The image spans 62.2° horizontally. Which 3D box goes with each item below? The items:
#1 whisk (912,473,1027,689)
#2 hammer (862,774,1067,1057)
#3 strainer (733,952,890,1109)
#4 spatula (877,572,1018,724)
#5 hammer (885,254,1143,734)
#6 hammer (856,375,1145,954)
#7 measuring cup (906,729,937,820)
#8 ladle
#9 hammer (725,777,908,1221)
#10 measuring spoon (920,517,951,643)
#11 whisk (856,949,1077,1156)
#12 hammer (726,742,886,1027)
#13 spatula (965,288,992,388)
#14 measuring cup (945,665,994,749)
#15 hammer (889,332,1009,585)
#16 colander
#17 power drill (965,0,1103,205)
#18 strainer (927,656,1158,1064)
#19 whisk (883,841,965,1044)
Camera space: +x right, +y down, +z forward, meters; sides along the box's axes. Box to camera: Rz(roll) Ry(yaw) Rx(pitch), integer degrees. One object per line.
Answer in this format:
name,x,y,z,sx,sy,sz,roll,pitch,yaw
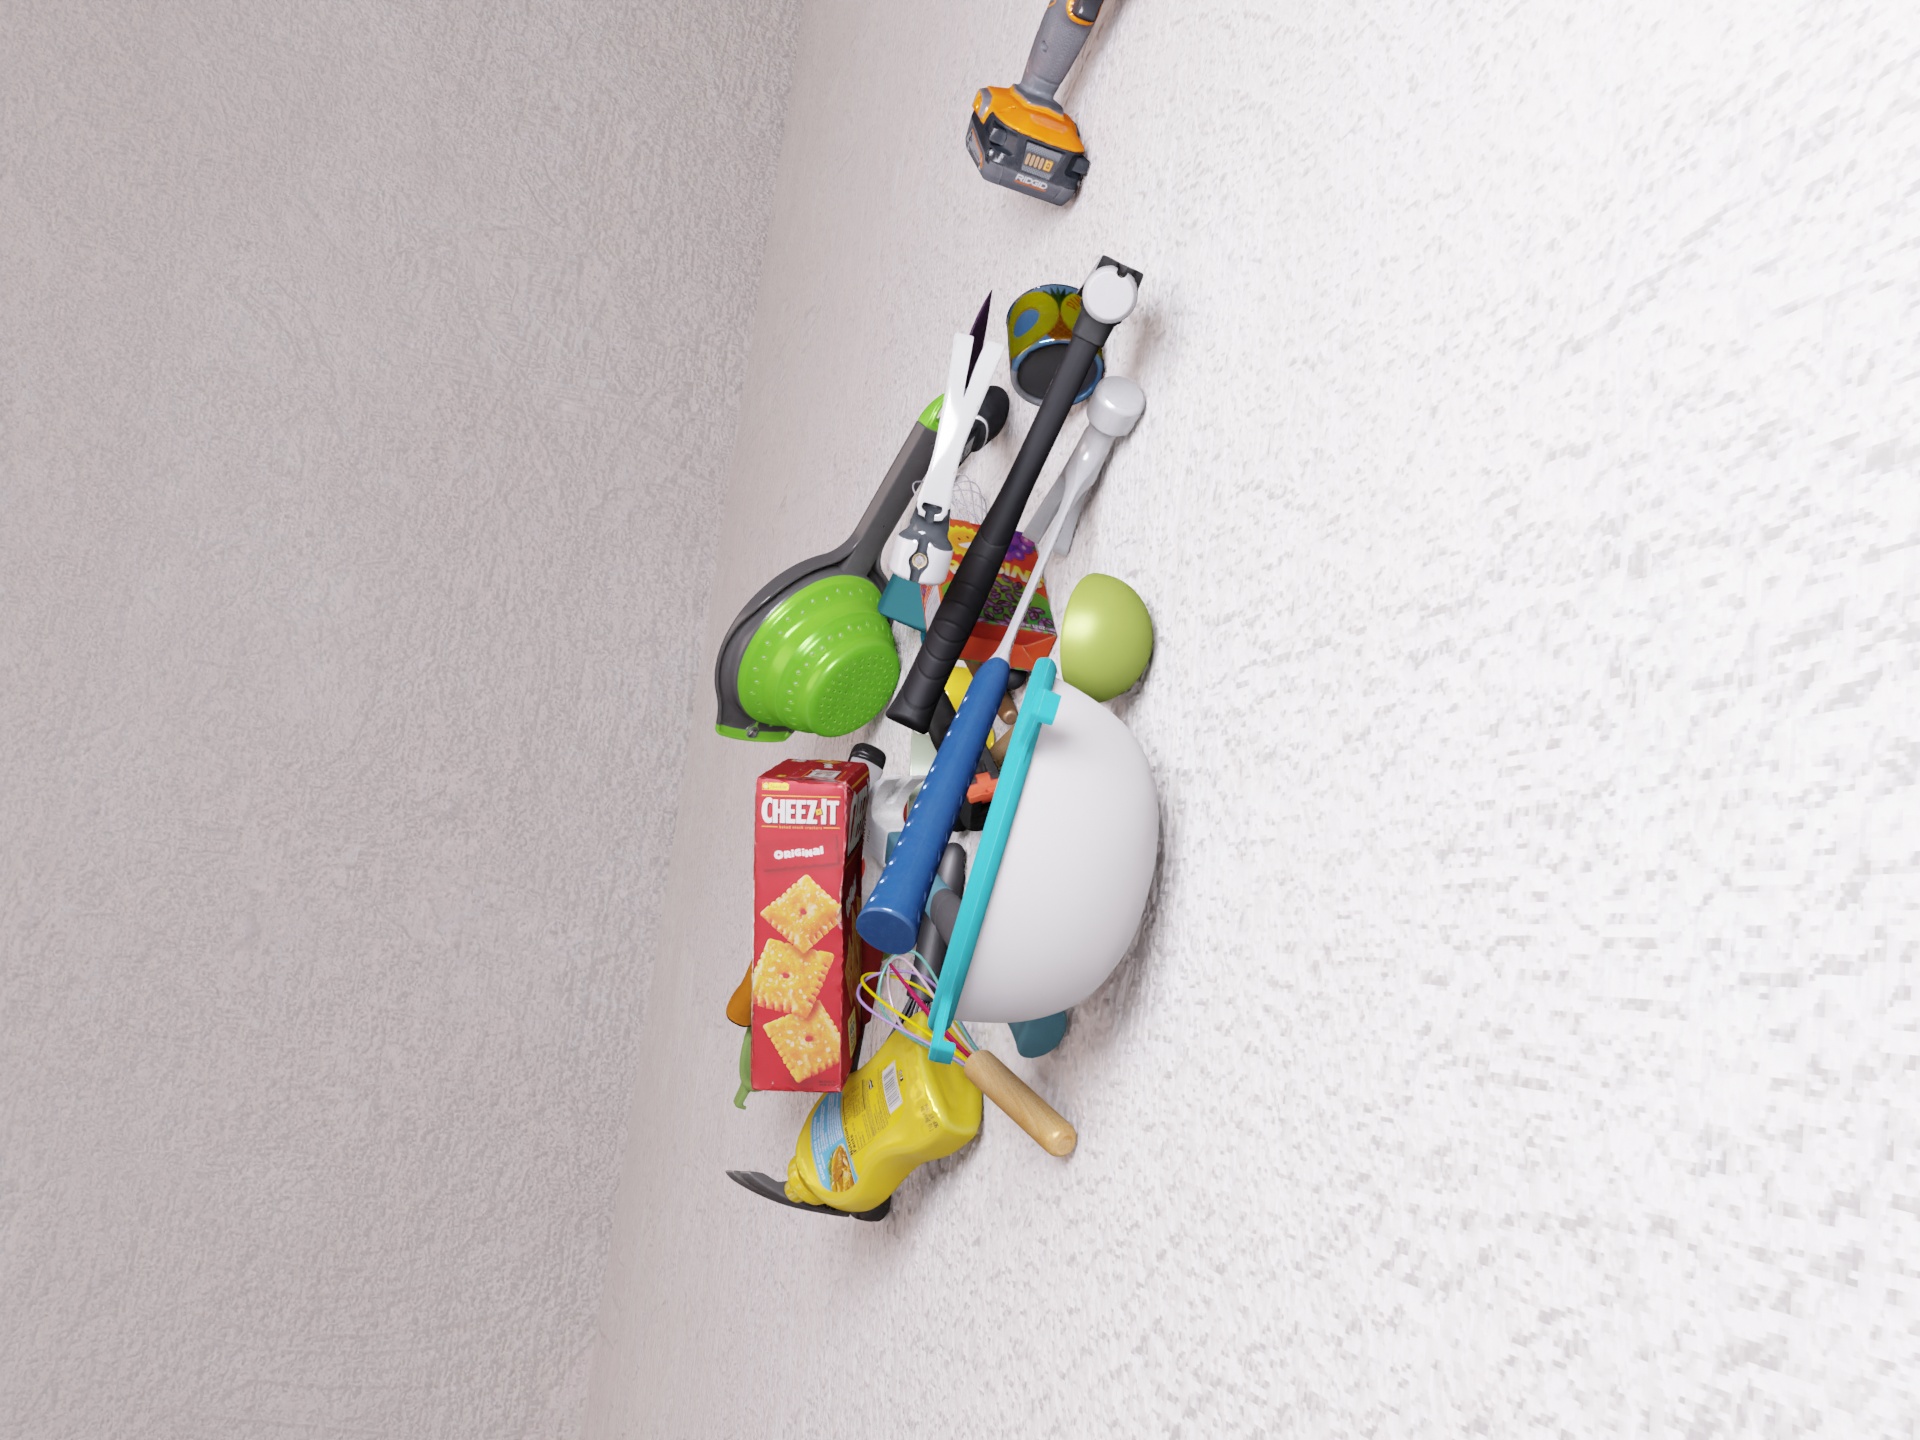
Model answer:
whisk,0.011,-0.112,1.250,0.285,0.070,0.070,-109,32,-50
hammer,-0.007,0.136,1.101,0.331,0.033,0.128,-138,50,-61
strainer,-0.112,0.260,1.448,0.256,0.069,0.152,-40,28,43
spatula,-0.006,-0.066,1.288,0.082,0.044,0.318,-60,22,14
hammer,0.031,-0.137,1.025,0.146,0.035,0.334,-74,9,-71
hammer,0.024,-0.034,0.956,0.144,0.035,0.406,118,176,-53
measuring cup,-0.023,0.039,1.311,0.168,0.038,0.083,-87,1,-78
ladle,0.049,-0.013,1.047,0.320,0.062,0.078,134,156,-68
hammer,-0.090,0.213,1.291,0.037,0.149,0.359,-14,57,42
measuring spoon,-0.020,-0.129,1.440,0.042,0.021,0.128,-115,29,-62
whisk,0.004,0.209,1.017,0.051,0.047,0.245,-49,33,-8
hammer,-0.147,0.171,1.397,0.127,0.034,0.336,-72,8,-50
spatula,-0.002,-0.256,1.317,0.315,0.018,0.060,110,-177,-74
measuring cup,-0.002,-0.004,1.260,0.157,0.029,0.062,-125,47,-70
hammer,0.008,-0.208,1.133,0.409,0.036,0.149,-72,-2,-73
colander,-0.085,-0.118,1.503,0.095,0.204,0.397,43,110,31
power drill,0.083,-0.513,1.194,0.164,0.084,0.226,-105,33,-55
strainer,0.062,0.071,0.924,0.340,0.095,0.211,-45,-28,-81
whisk,-0.031,0.209,1.206,0.055,0.055,0.239,173,111,-74
